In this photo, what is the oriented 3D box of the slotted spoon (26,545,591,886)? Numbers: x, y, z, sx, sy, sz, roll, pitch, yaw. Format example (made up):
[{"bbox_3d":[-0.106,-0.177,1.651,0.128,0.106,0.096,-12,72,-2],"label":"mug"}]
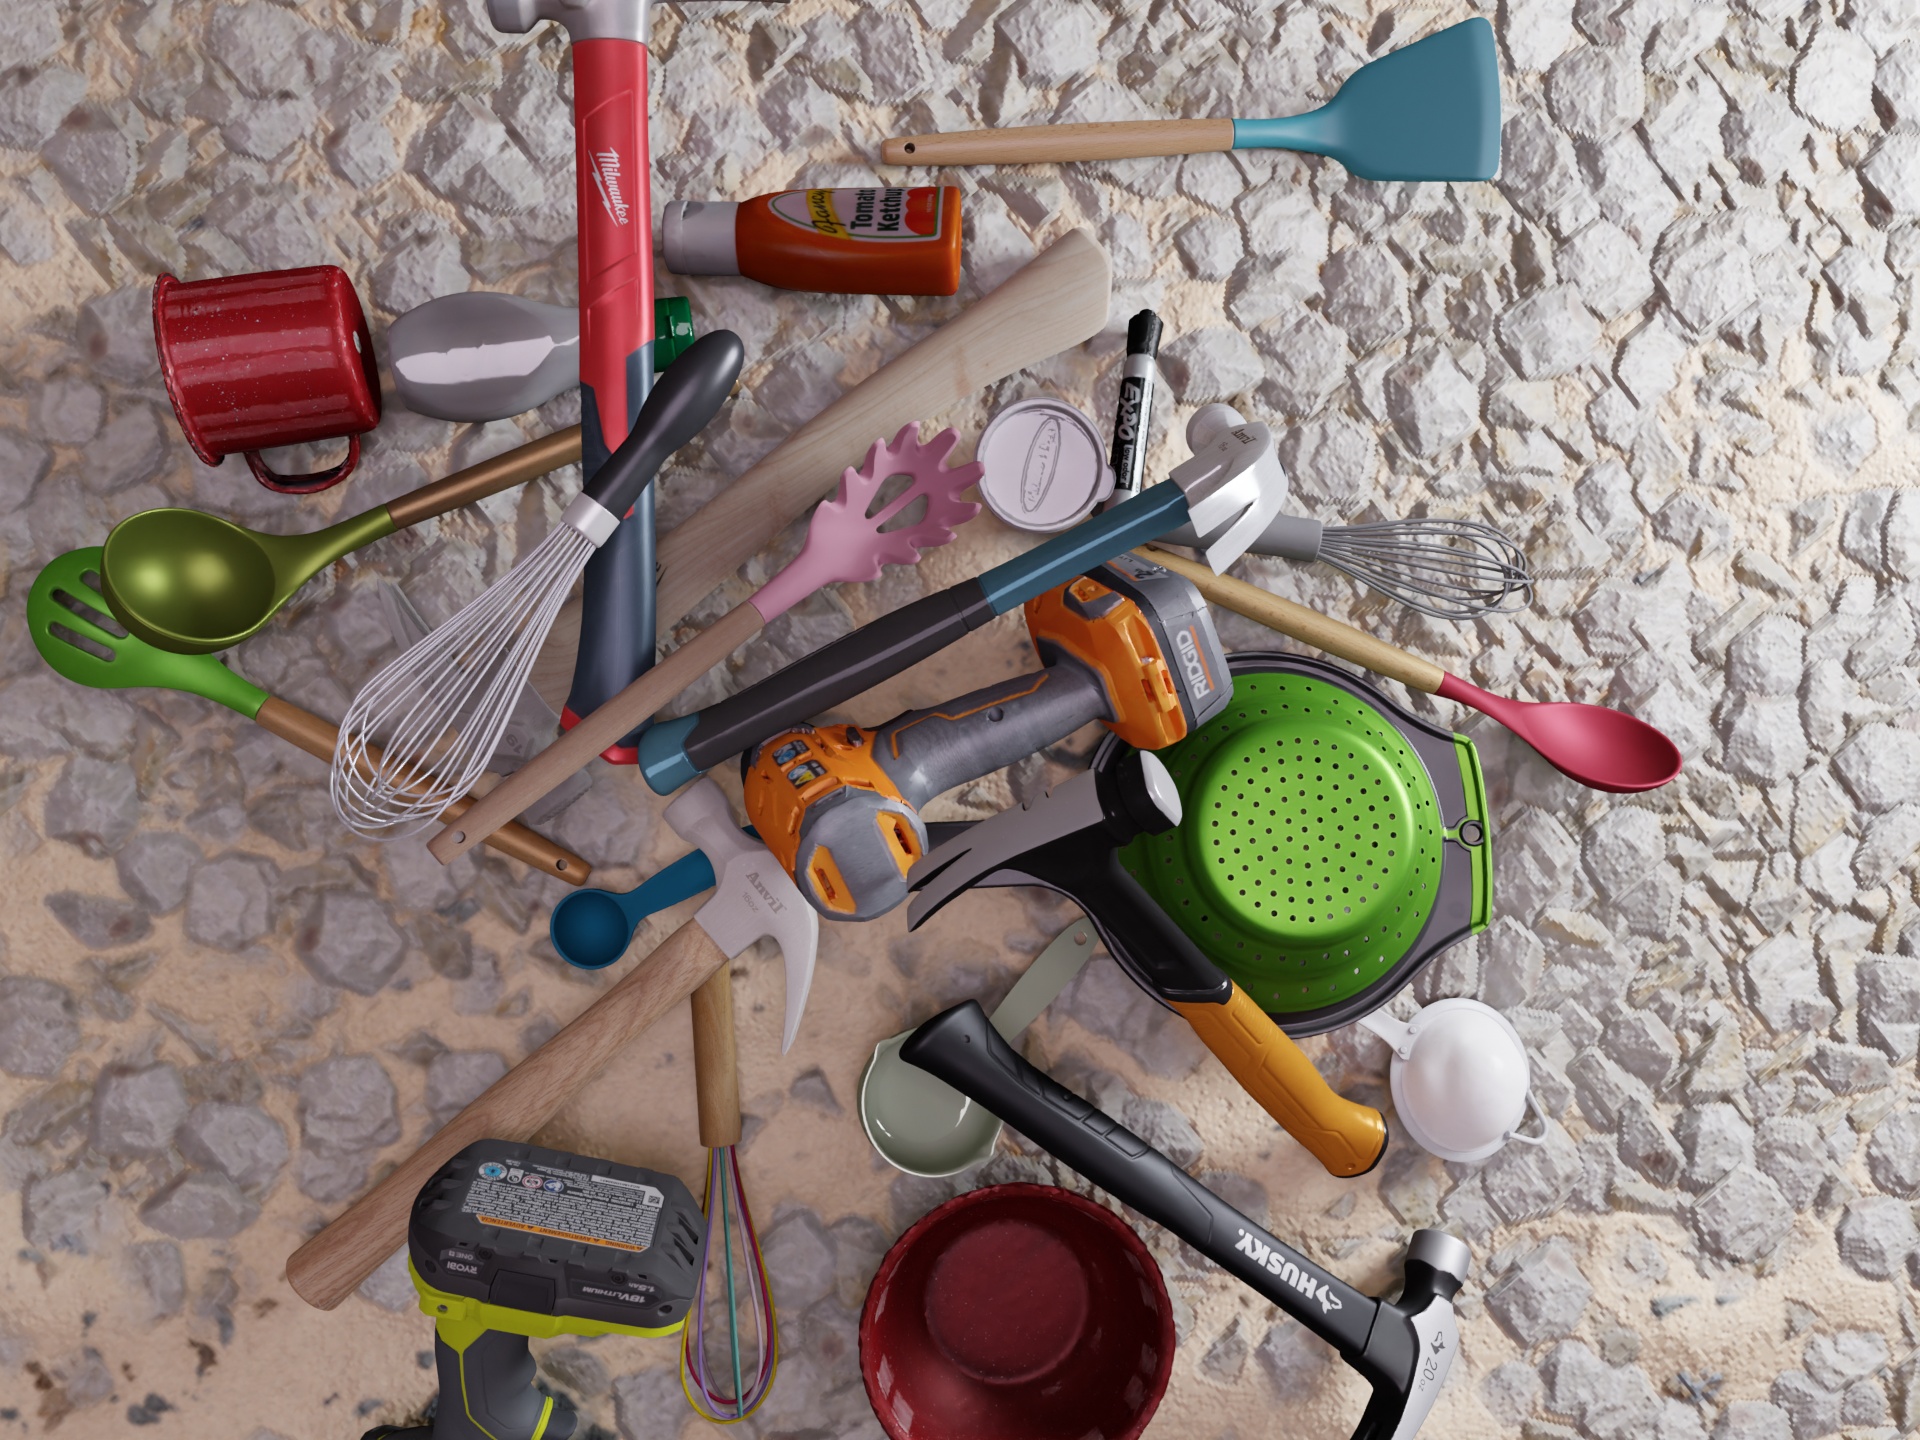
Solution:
[{"bbox_3d":[-0.329,0.005,0.807,0.313,0.031,0.070,29,84,-6],"label":"slotted spoon"}]

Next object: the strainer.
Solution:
[{"bbox_3d":[0.215,0.157,0.848,0.258,0.050,0.087,31,73,-1],"label":"strainer"}]

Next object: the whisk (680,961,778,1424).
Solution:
[{"bbox_3d":[-0.125,0.241,0.821,0.047,0.051,0.245,-4,89,1],"label":"whisk"}]

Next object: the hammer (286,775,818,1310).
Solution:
[{"bbox_3d":[-0.206,0.183,0.799,0.331,0.031,0.130,-41,88,5],"label":"hammer"}]

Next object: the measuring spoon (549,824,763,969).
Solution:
[{"bbox_3d":[-0.151,0.086,0.821,0.128,0.021,0.042,-28,94,1],"label":"measuring spoon"}]

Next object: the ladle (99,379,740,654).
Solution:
[{"bbox_3d":[-0.260,-0.116,0.787,0.320,0.062,0.078,-24,74,-9],"label":"ladle"}]

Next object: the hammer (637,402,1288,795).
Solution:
[{"bbox_3d":[0.000,-0.052,0.744,0.331,0.128,0.033,-27,114,4],"label":"hammer"}]

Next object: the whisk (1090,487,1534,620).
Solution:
[{"bbox_3d":[0.185,-0.092,0.836,0.239,0.055,0.055,10,91,0],"label":"whisk"}]

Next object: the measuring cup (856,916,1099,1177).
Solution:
[{"bbox_3d":[0.014,0.166,0.838,0.083,0.038,0.167,45,72,-2],"label":"measuring cup"}]

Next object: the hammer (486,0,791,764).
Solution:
[{"bbox_3d":[-0.150,-0.172,0.766,0.143,0.038,0.386,-1,93,-5],"label":"hammer"}]

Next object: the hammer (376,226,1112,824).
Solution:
[{"bbox_3d":[-0.098,-0.127,0.817,0.410,0.038,0.146,-38,93,-3],"label":"hammer"}]

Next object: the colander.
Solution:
[{"bbox_3d":[0.080,0.062,0.794,0.397,0.094,0.204,-3,82,-1],"label":"colander"}]

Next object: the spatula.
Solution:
[{"bbox_3d":[0.117,-0.308,0.826,0.317,0.044,0.082,-5,95,-3],"label":"spatula"}]

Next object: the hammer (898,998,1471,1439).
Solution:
[{"bbox_3d":[0.110,0.248,0.797,0.334,0.035,0.146,36,59,-10],"label":"hammer"}]

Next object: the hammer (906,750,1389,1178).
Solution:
[{"bbox_3d":[0.114,0.140,0.756,0.127,0.034,0.336,-27,130,21],"label":"hammer"}]

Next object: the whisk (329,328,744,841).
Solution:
[{"bbox_3d":[-0.189,-0.066,0.723,0.070,0.070,0.284,37,83,-5],"label":"whisk"}]

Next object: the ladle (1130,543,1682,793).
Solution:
[{"bbox_3d":[0.230,-0.031,0.844,0.315,0.069,0.031,23,128,-1],"label":"ladle"}]

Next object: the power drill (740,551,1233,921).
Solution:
[{"bbox_3d":[-0.001,-0.002,0.779,0.226,0.164,0.084,-30,117,-12],"label":"power drill"}]

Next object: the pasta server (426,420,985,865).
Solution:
[{"bbox_3d":[-0.117,-0.036,0.750,0.316,0.040,0.060,-39,96,-17],"label":"pasta server"}]

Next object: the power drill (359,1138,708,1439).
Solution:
[{"bbox_3d":[-0.204,0.328,0.778,0.171,0.080,0.223,13,110,-6],"label":"power drill"}]
